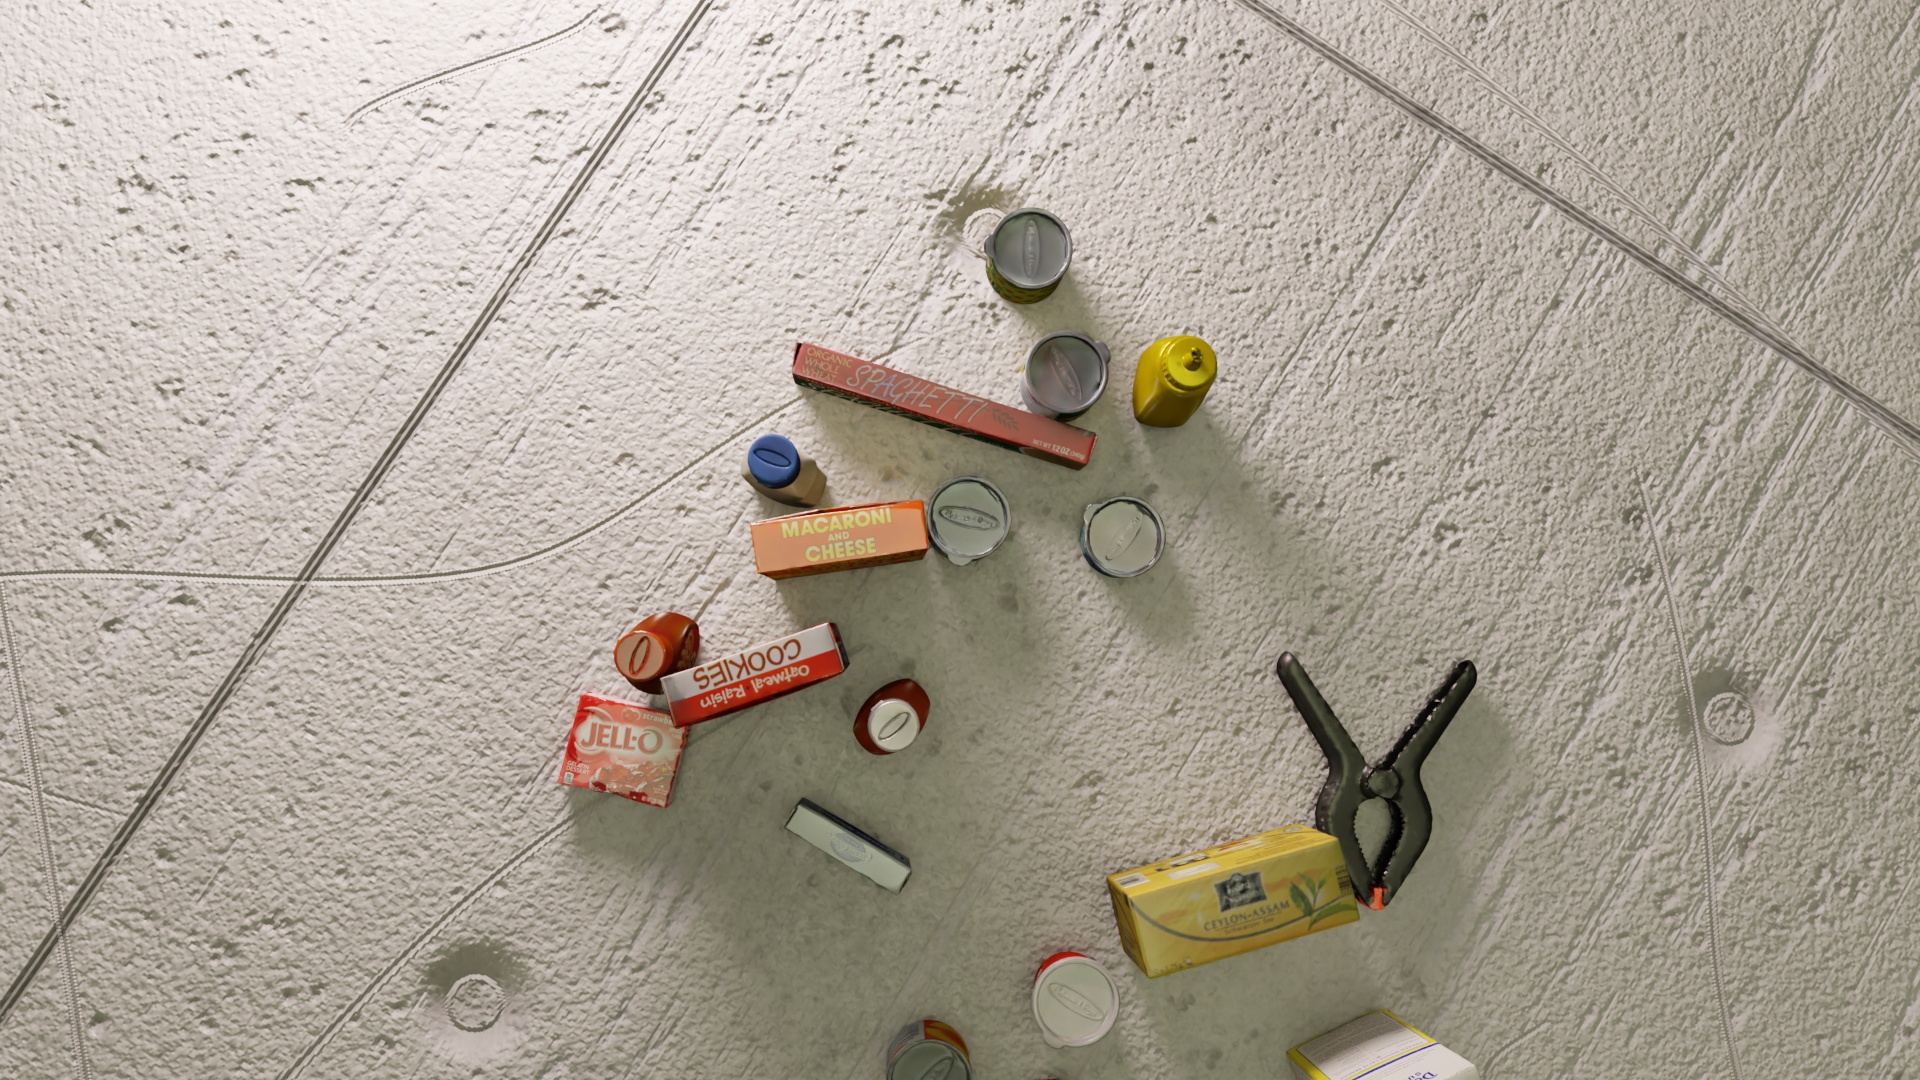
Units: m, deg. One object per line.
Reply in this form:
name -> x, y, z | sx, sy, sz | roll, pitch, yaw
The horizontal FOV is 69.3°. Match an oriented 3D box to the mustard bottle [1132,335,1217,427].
mustard bottle -> 0.168, -0.127, 1.073 | 0.049, 0.160, 0.065 | 5, 86, -3

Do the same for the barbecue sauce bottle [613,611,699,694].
barbecue sauce bottle -> -0.228, 0.085, 1.039 | 0.044, 0.148, 0.065 | 20, 85, -2

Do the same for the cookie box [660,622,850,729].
cookie box -> -0.147, 0.099, 1.033 | 0.123, 0.167, 0.040 | -19, 88, -4

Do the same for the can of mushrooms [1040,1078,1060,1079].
can of mushrooms -> 0.073, 0.457, 1.086 | 0.071, 0.033, 0.071 | 0, 86, -3

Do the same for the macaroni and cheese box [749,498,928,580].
macaroni and cheese box -> -0.089, 0.001, 1.045 | 0.124, 0.166, 0.040 | -8, 87, -4

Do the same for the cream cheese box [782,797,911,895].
cream cheese box -> -0.087, 0.237, 1.083 | 0.104, 0.053, 0.024 | 31, 85, -1

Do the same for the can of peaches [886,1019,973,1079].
can of peaches -> -0.023, 0.412, 1.072 | 0.071, 0.058, 0.071 | 0, 86, -3

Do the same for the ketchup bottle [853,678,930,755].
ketchup bottle -> -0.052, 0.134, 1.046 | 0.065, 0.148, 0.043 | -41, 89, -5

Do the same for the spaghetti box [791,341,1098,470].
spaghetti box -> -0.015, -0.107, 1.116 | 0.250, 0.050, 0.028 | 17, 85, -2

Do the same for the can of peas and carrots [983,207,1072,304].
can of peas and carrots -> 0.052, -0.229, 1.125 | 0.071, 0.058, 0.071 | 0, 86, -3

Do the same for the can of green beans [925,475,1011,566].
can of green beans -> 0.005, -0.016, 1.106 | 0.071, 0.058, 0.071 | 0, 86, -3

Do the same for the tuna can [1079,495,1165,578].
tuna can -> 0.129, -0.004, 1.126 | 0.071, 0.033, 0.071 | 0, 86, -3

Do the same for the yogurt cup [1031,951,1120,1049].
yogurt cup -> 0.087, 0.354, 1.085 | 0.072, 0.054, 0.072 | 0, 86, -3

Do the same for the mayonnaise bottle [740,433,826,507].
mayonnaise bottle -> -0.137, -0.054, 1.055 | 0.065, 0.148, 0.041 | 20, 85, -2

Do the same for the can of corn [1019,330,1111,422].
can of corn -> 0.084, -0.132, 1.120 | 0.071, 0.058, 0.071 | 0, 86, -3
